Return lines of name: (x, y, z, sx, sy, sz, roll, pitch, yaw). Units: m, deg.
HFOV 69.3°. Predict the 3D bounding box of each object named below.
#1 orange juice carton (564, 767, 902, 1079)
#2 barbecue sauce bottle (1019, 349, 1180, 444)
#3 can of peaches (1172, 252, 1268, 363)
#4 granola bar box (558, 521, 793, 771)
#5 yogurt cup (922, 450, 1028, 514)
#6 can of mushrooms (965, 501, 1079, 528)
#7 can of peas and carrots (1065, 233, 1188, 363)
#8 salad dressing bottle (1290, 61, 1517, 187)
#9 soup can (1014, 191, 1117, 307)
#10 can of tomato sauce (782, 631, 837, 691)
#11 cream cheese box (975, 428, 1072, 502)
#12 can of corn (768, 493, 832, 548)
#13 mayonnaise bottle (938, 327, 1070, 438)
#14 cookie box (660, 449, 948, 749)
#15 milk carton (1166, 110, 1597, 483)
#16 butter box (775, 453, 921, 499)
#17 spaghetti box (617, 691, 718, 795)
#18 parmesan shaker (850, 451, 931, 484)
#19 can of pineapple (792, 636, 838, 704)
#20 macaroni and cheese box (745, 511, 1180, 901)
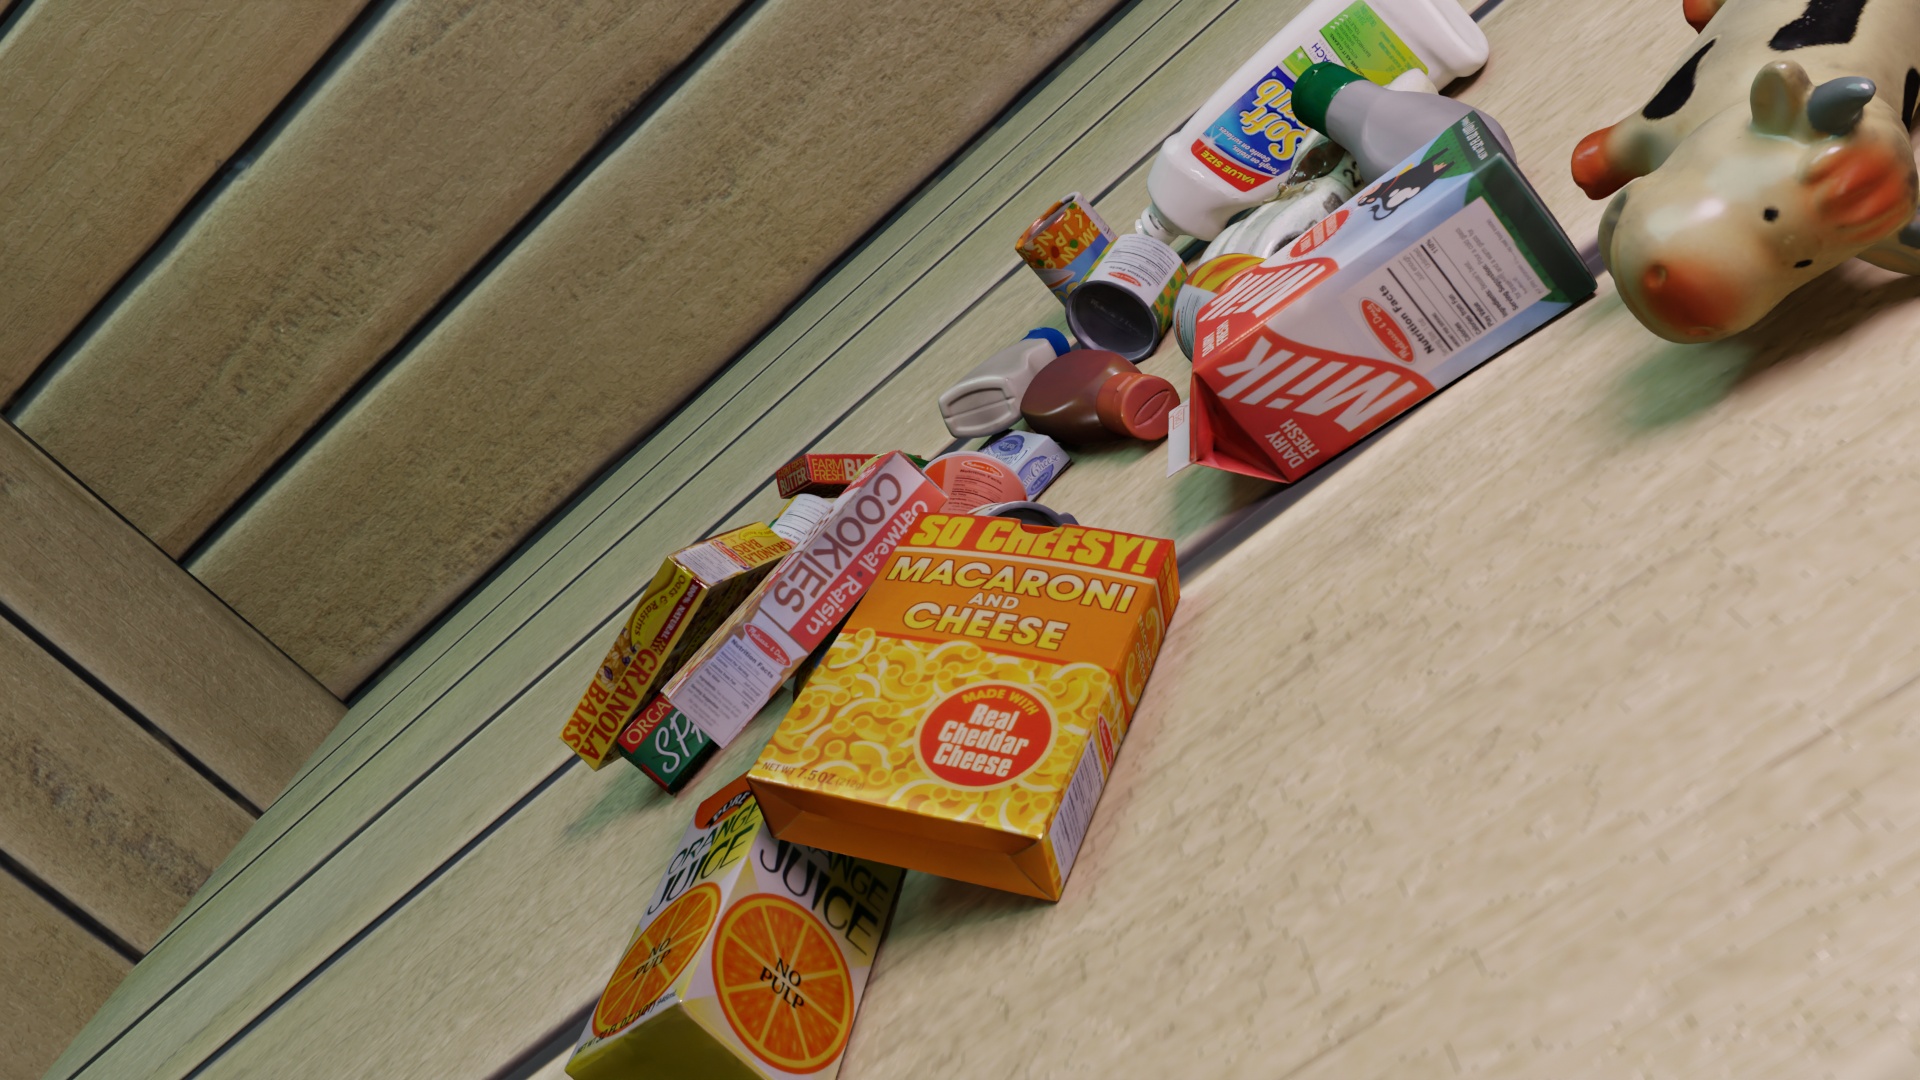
orange juice carton: (-0.080, 0.152, 0.580, 0.071, 0.073, 0.194, -36, 17, 28)
barbecue sauce bottle: (0.085, -0.084, 0.834, 0.065, 0.043, 0.148, -44, 17, -5)
can of peaches: (0.151, -0.114, 0.715, 0.071, 0.071, 0.058, -42, 16, 4)
granola bar box: (-0.193, 0.070, 0.958, 0.165, 0.039, 0.124, -55, -11, 21)
yogurt cup: (0.003, -0.010, 0.809, 0.072, 0.072, 0.054, -33, 27, 32)
can of mushrooms: (0.027, 0.012, 0.693, 0.071, 0.071, 0.033, -48, 16, -17)
can of peas and carrots: (0.111, -0.159, 0.922, 0.070, 0.071, 0.059, -23, 26, 50)
salad dressing bottle: (0.226, -0.212, 0.727, 0.064, 0.043, 0.148, -28, 40, -3)
soup can: (0.090, -0.213, 1.066, 0.071, 0.083, 0.071, -39, 17, 15)
can of tomato sauce: (-0.096, 0.045, 0.887, 0.083, 0.071, 0.071, -42, 16, 6)
cream cheese box: (0.030, -0.045, 0.895, 0.053, 0.024, 0.104, -46, 17, -6)
can of corn: (-0.117, 0.009, 1.034, 0.071, 0.071, 0.058, -22, 26, 52)
mayonnaise bottle: (0.039, -0.114, 0.972, 0.064, 0.041, 0.149, -14, 16, 28)
cookie box: (-0.086, 0.030, 0.732, 0.168, 0.040, 0.123, -48, 7, -13)
milk carton: (0.168, -0.094, 0.613, 0.190, 0.073, 0.073, -35, 18, 26)
butter box: (-0.084, -0.049, 1.066, 0.104, 0.024, 0.053, -2, -11, -36)
spaghetti box: (-0.130, 0.063, 0.950, 0.251, 0.050, 0.028, -48, -12, -17)
parmesan shaker: (-0.031, -0.018, 0.907, 0.071, 0.071, 0.103, -45, 17, -6)
can of pineapple: (-0.044, 0.075, 0.693, 0.057, 0.071, 0.071, -23, 26, 52)
macaroni and cheese box: (0.008, 0.057, 0.568, 0.124, 0.040, 0.167, 7, 42, 24)
